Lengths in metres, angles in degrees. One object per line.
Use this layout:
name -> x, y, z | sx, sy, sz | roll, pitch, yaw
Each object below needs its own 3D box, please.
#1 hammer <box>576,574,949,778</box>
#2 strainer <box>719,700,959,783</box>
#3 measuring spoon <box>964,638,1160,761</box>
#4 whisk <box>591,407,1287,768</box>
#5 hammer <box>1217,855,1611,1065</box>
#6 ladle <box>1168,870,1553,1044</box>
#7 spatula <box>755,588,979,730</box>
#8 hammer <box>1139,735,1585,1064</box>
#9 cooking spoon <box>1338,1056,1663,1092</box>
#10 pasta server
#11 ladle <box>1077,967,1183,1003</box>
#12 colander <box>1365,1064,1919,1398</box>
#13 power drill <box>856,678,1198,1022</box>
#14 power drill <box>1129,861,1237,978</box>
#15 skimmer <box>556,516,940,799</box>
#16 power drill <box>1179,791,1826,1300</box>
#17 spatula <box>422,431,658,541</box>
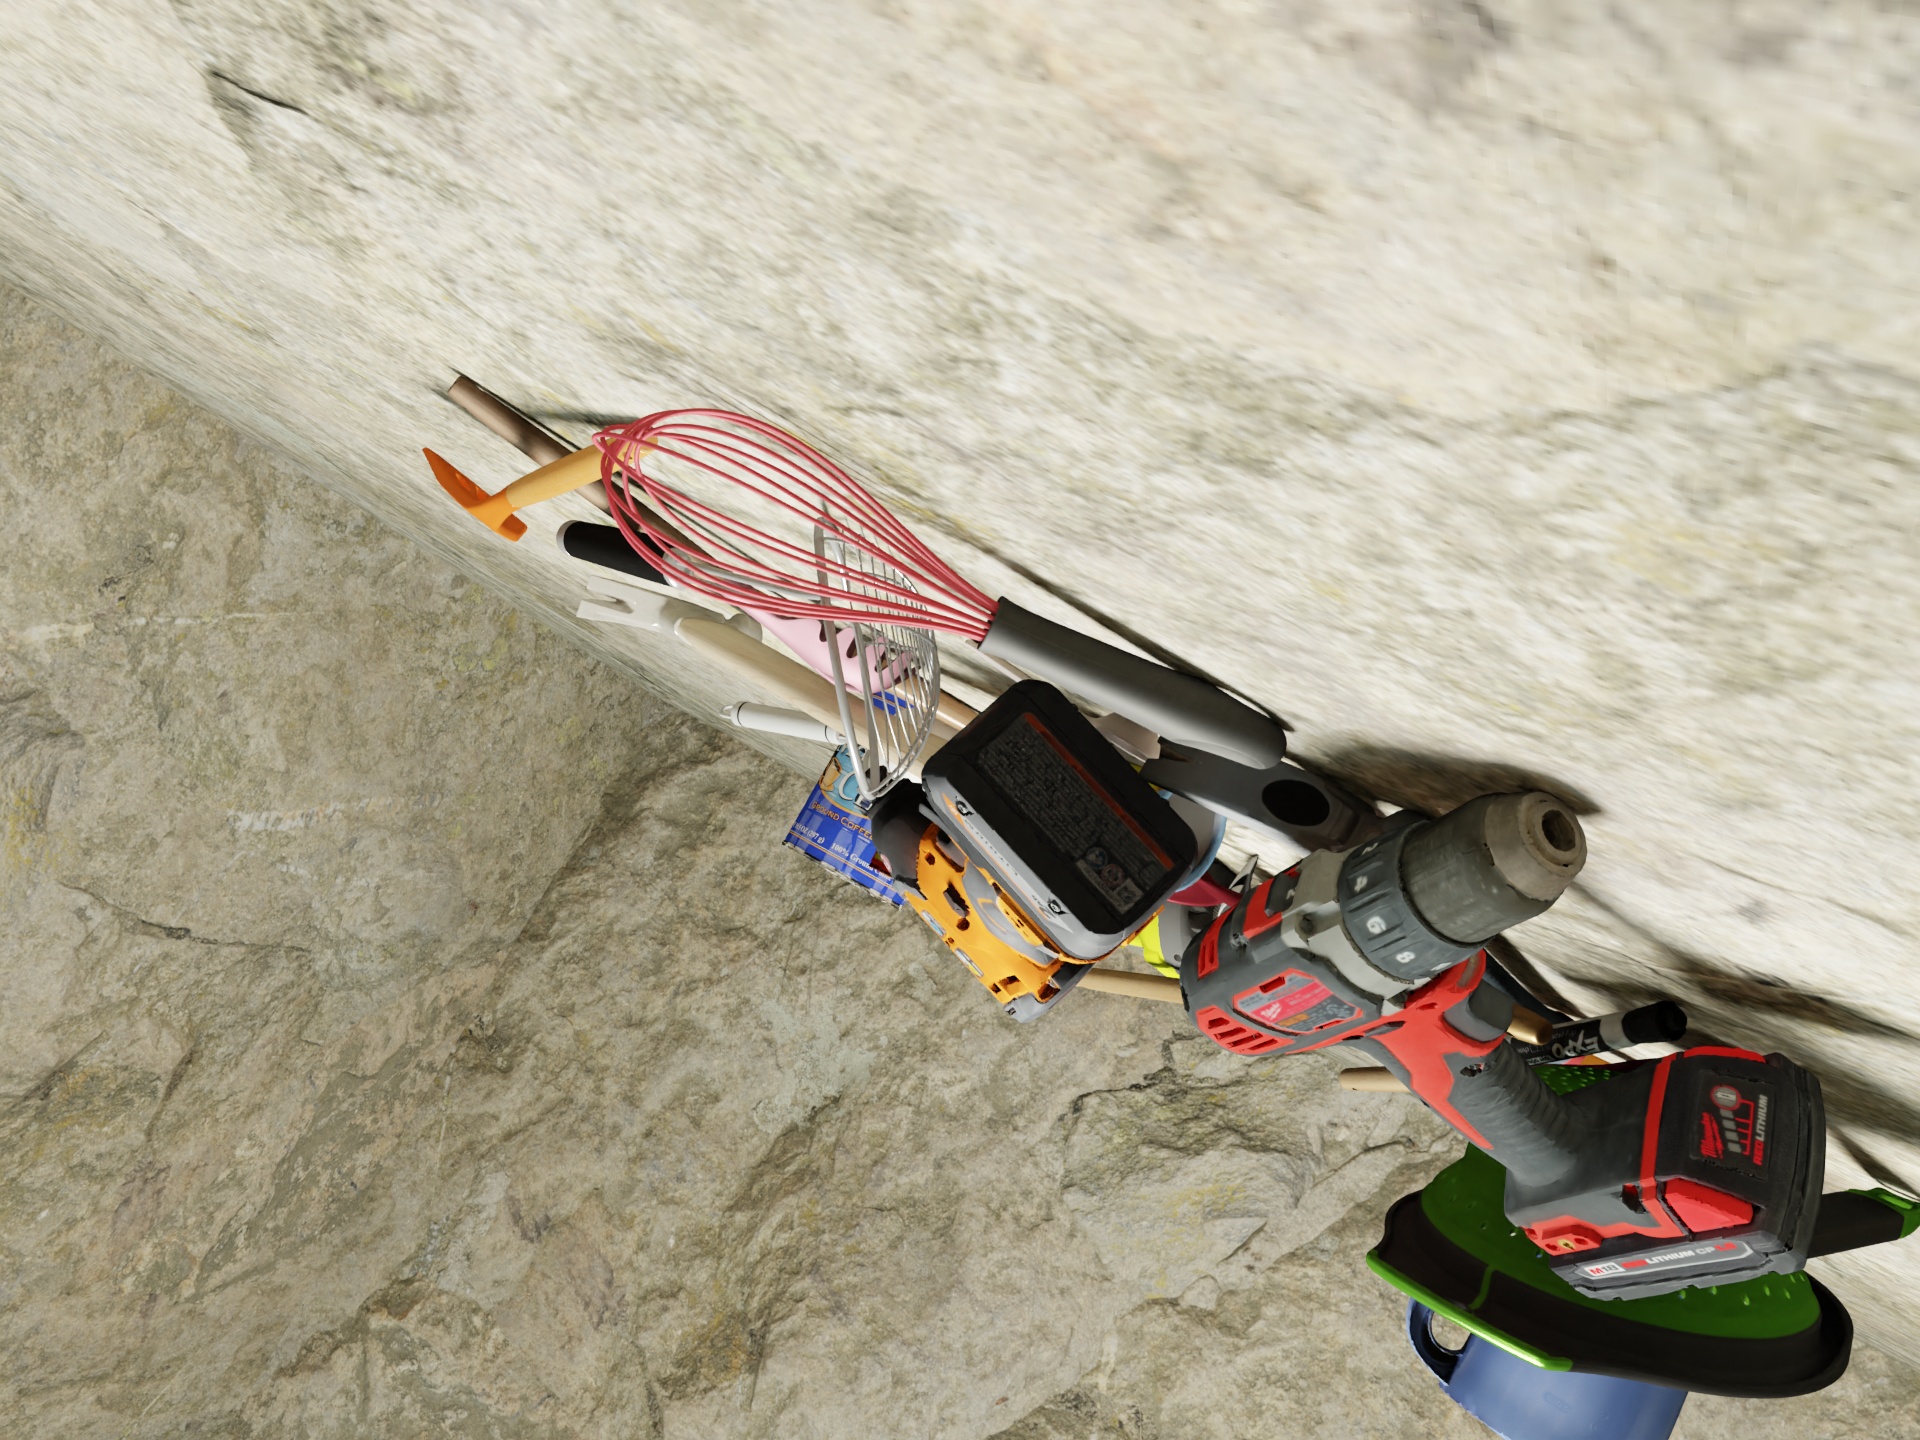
hammer -> -0.102, -0.018, 1.036 | 0.146, 0.038, 0.411 | 15, -172, -42
strainer -> -0.082, 0.008, 1.121 | 0.258, 0.087, 0.050 | 9, 138, 38
measuring spoon -> 0.051, -0.016, 0.786 | 0.124, 0.018, 0.034 | 33, 176, 30
whisk -> -0.006, -0.046, 0.617 | 0.295, 0.073, 0.073 | 24, 174, -6
hammer -> 0.318, 0.186, 0.993 | 0.337, 0.034, 0.127 | 24, 157, 19
ladle -> 0.170, 0.105, 0.801 | 0.069, 0.031, 0.316 | 35, 172, -29
spatula -> -0.002, -0.003, 1.056 | 0.316, 0.018, 0.060 | 30, -179, -7
hammer -> 0.232, 0.107, 0.810 | 0.143, 0.038, 0.385 | 25, 172, 42
cooking spoon -> 0.319, 0.200, 0.894 | 0.068, 0.017, 0.319 | 21, 160, -21
pasta server -> -0.158, -0.105, 0.937 | 0.316, 0.040, 0.060 | 36, 171, -20
ladle -> 0.228, 0.208, 1.089 | 0.320, 0.062, 0.078 | 7, 169, 9
colander -> 0.377, 0.227, 0.791 | 0.396, 0.094, 0.205 | 5, -174, -34
power drill -> 0.017, 0.063, 0.798 | 0.164, 0.084, 0.226 | 47, 159, 7
power drill -> 0.108, 0.160, 1.202 | 0.223, 0.080, 0.171 | -3, 154, 32
skimmer -> -0.134, -0.058, 0.802 | 0.363, 0.090, 0.127 | 19, 129, 46
power drill -> 0.215, 0.118, 0.594 | 0.226, 0.080, 0.188 | 34, 144, -9
spatula -> -0.231, -0.135, 0.875 | 0.081, 0.041, 0.323 | 40, 158, -26
